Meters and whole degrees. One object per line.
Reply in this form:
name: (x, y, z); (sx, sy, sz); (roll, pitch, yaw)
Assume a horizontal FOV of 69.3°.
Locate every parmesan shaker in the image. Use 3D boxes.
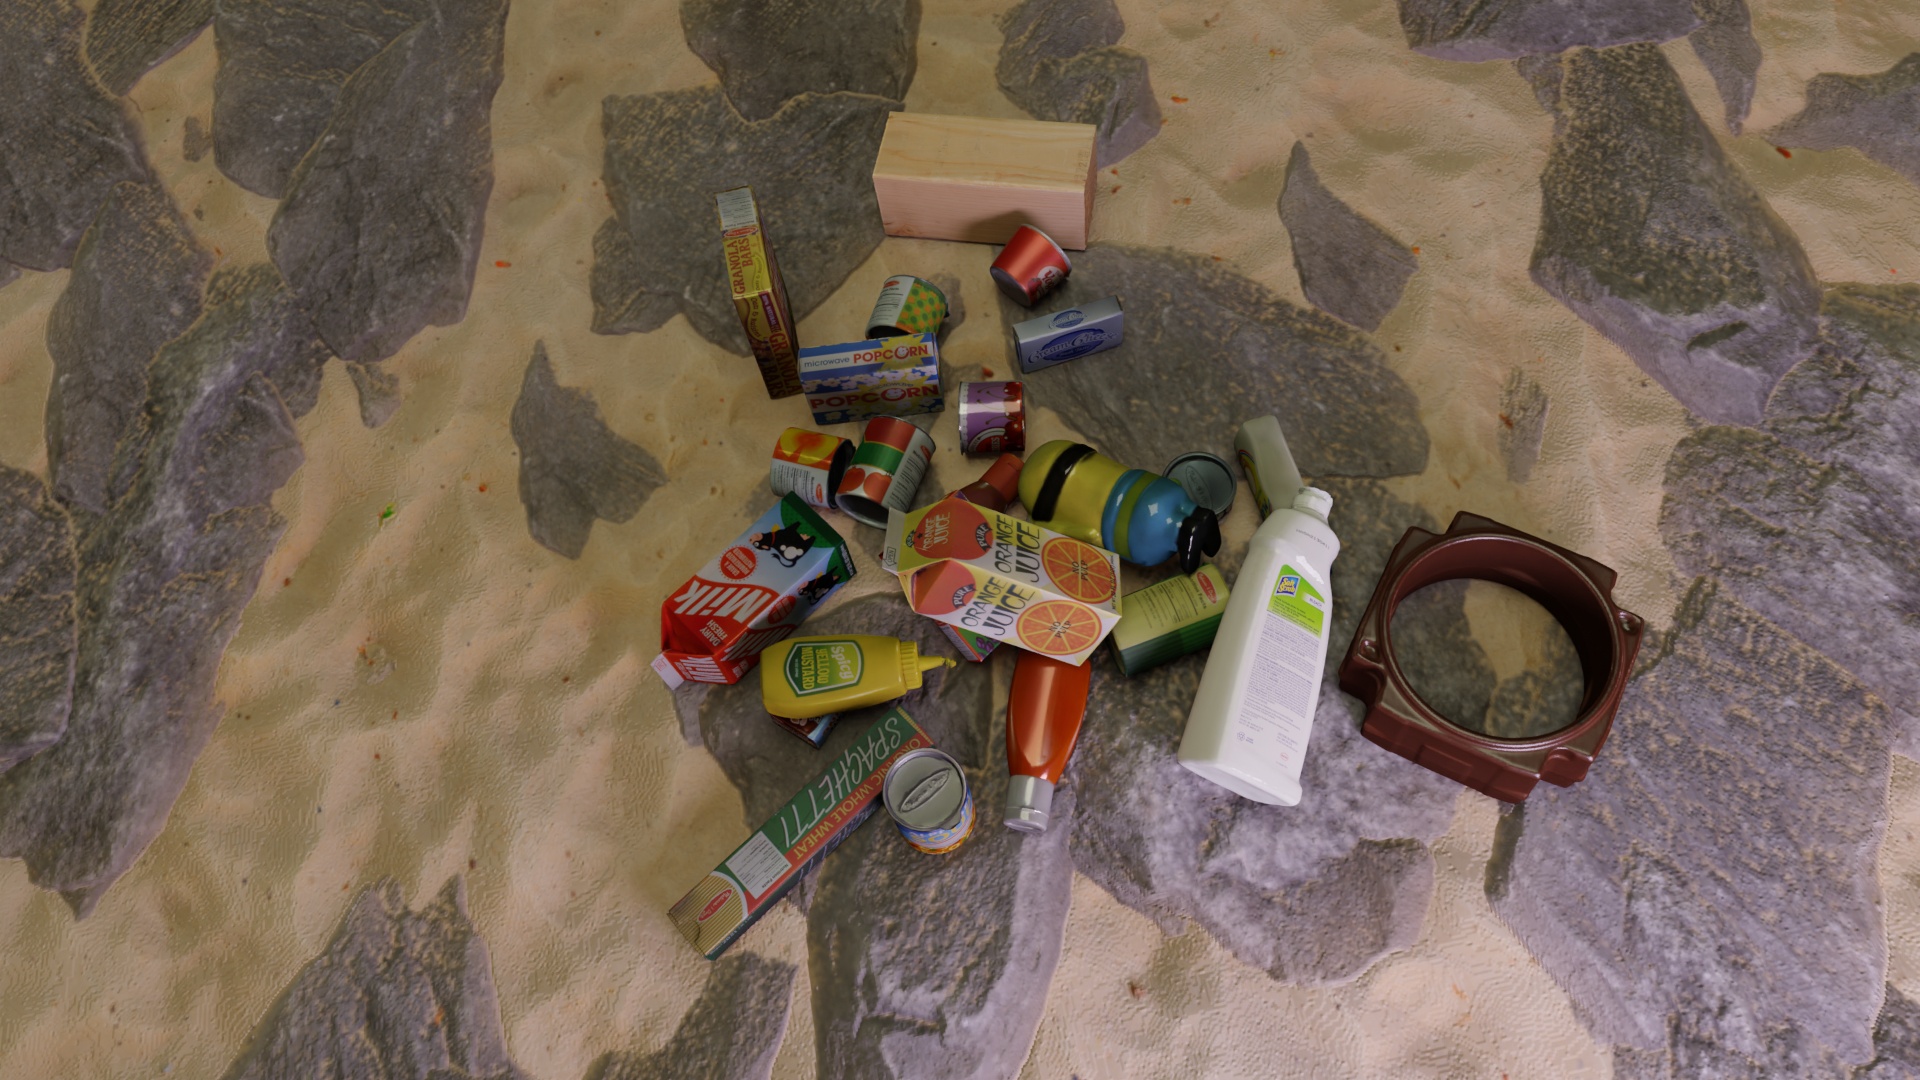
parmesan shaker: (0.173, 0.065, 1.167); (0.103, 0.071, 0.071); (-21, 64, -3)

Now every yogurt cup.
yogurt cup: (0.065, -0.264, 1.344); (0.072, 0.072, 0.054); (39, 82, 21)

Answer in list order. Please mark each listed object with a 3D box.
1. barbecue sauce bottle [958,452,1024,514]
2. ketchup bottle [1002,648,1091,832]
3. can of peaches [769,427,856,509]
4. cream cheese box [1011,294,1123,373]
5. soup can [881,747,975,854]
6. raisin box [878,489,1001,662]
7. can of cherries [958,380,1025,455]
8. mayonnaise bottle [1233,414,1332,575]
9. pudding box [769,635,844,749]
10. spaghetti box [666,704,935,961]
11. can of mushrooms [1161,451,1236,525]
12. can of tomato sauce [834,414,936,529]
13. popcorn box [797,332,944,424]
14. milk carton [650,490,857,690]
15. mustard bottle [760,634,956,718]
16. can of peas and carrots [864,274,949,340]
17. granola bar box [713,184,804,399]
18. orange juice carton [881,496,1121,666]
barbecue sauce bottle: (0.004, -0.016, 1.237); (0.065, 0.043, 0.149); (40, 73, 9)
ketchup bottle: (0.066, 0.163, 1.142); (0.065, 0.043, 0.149); (11, 66, 4)
can of peaches: (-0.134, -0.067, 1.267); (0.058, 0.071, 0.071); (12, 66, 12)
cream cheese box: (0.102, -0.194, 1.310); (0.104, 0.053, 0.024); (-16, 61, -2)
soup can: (-0.022, 0.211, 1.105); (0.071, 0.083, 0.071); (-3, 64, 5)
raisin box: (0.002, 0.031, 1.184); (0.086, 0.040, 0.123); (-42, 96, -17)
can of cherries: (0.029, -0.111, 1.270); (0.058, 0.071, 0.072); (-1, 64, 4)
mayonnaise bottle: (0.280, -0.032, 1.207); (0.041, 0.064, 0.148); (-15, 67, -2)
pudding box: (-0.118, 0.130, 1.185); (0.050, 0.030, 0.084); (30, 71, 17)
spaghetti box: (-0.125, 0.236, 1.134); (0.251, 0.028, 0.050); (-41, 67, -14)
can of mushrooms: (0.208, -0.042, 1.234); (0.071, 0.033, 0.071); (-2, 64, 5)
can of tomato sauce: (-0.070, -0.061, 1.256); (0.071, 0.071, 0.083); (17, 68, 14)
popcorn box: (-0.081, -0.149, 1.289); (0.127, 0.085, 0.038); (-7, 65, 2)
milk carton: (-0.187, 0.054, 1.207); (0.191, 0.072, 0.073); (-43, 68, -14)
mustard bottle: (-0.084, 0.107, 1.148); (0.160, 0.048, 0.065); (-8, 66, 2)
can of peas and carrots: (-0.050, -0.210, 1.329); (0.071, 0.070, 0.059); (14, 67, 13)
granola bar box: (-0.185, -0.229, 1.295); (0.039, 0.165, 0.124); (-13, 63, -1)
orange juice carton: (0.028, 0.028, 1.119); (0.193, 0.072, 0.072); (19, 43, -15)
